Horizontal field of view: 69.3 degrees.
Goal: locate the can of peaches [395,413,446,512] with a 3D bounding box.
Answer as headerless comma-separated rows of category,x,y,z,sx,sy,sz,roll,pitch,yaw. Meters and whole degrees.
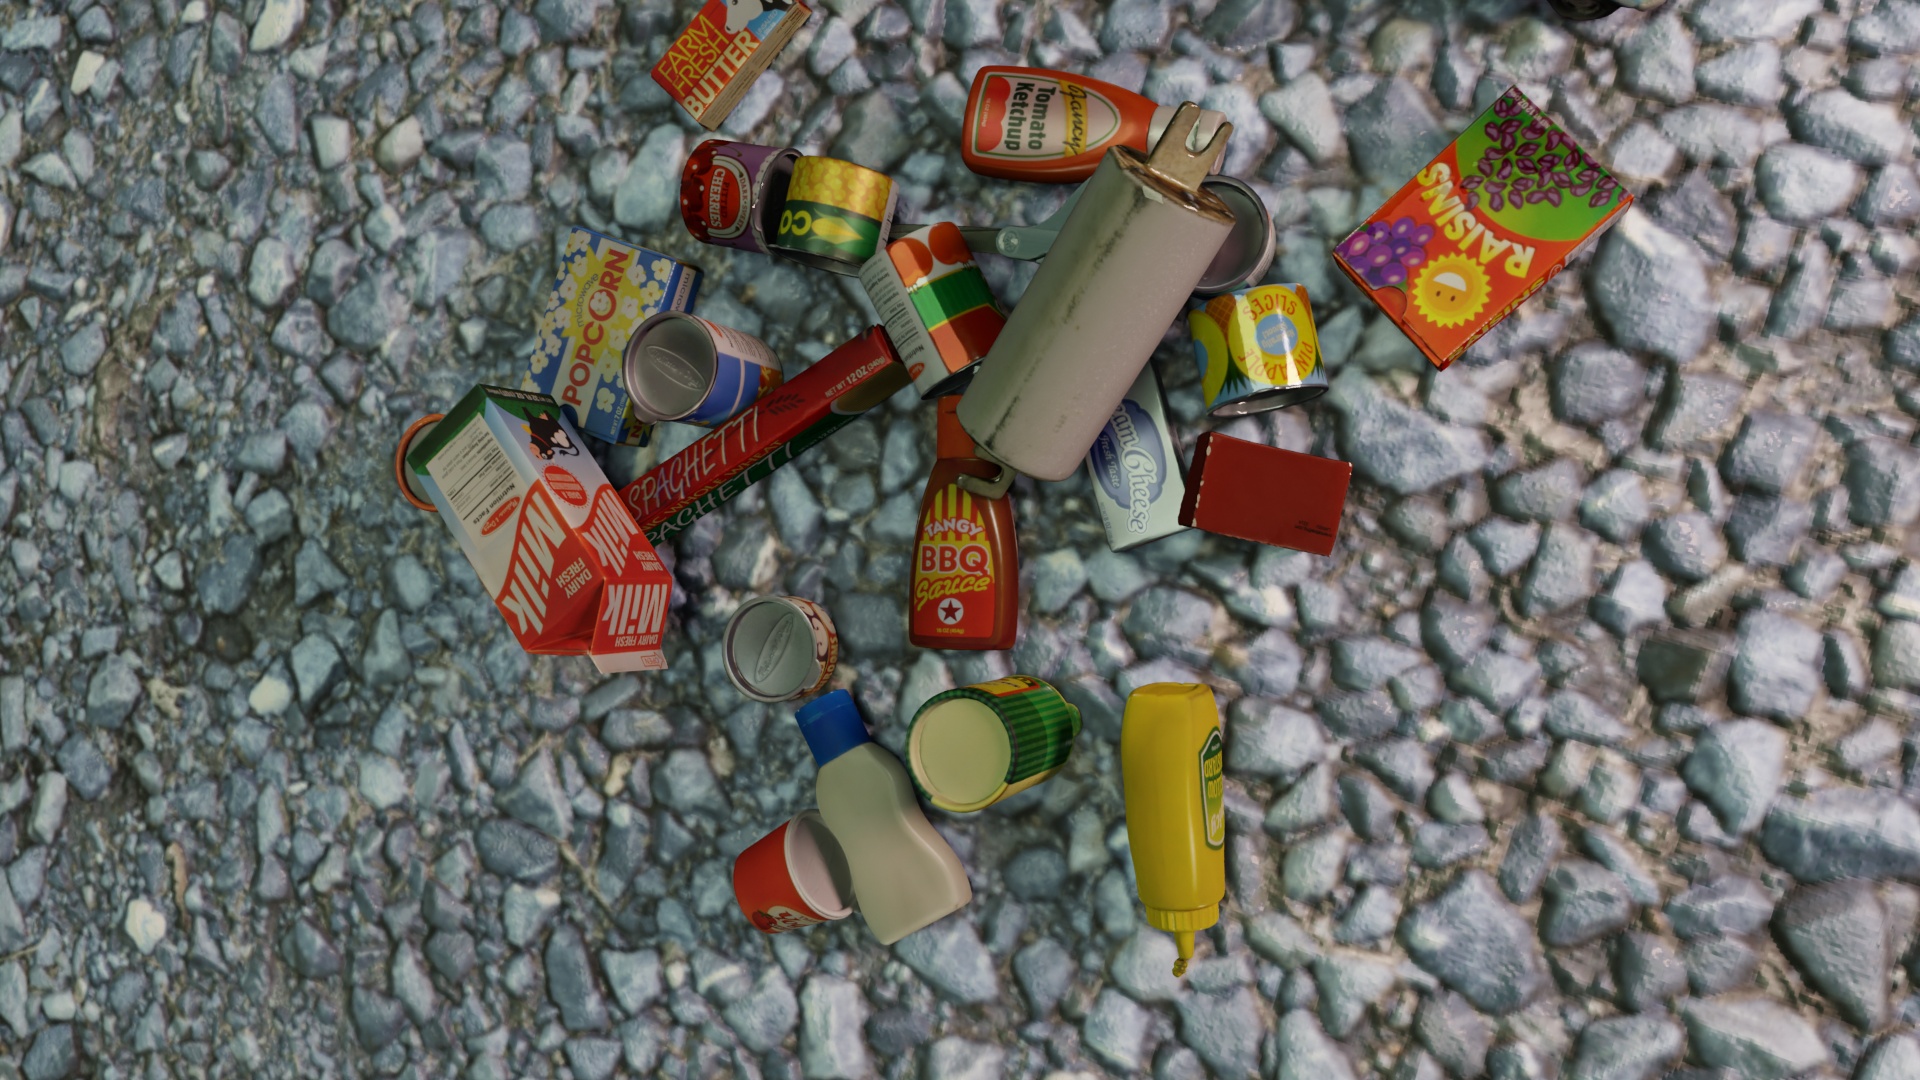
can of peaches,-0.338,-0.049,0.939,0.071,0.058,0.071,-1,88,20

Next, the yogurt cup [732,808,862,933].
yogurt cup,-0.100,0.203,0.839,0.054,0.072,0.072,-29,78,26

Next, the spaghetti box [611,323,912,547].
spaghetti box,-0.137,-0.055,0.869,0.249,0.050,0.029,-31,77,17

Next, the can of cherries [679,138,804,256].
can of cherries,-0.134,-0.214,0.863,0.058,0.071,0.071,14,93,21

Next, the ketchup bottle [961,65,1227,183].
ketchup bottle,0.077,-0.236,0.801,0.149,0.043,0.064,12,92,20

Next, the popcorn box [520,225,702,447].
popcorn box,-0.231,-0.134,0.914,0.085,0.038,0.126,21,95,19

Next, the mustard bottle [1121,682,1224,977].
mustard bottle,0.119,0.160,0.761,0.049,0.065,0.160,-3,93,26

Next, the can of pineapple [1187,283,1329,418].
can of pineapple,0.161,-0.102,0.750,0.071,0.071,0.058,-13,84,20

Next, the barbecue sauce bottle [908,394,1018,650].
barbecue sauce bottle,0.003,-0.010,0.819,0.065,0.044,0.148,1,88,22

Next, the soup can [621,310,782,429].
soup can,-0.160,-0.100,0.861,0.071,0.084,0.071,-1,88,21

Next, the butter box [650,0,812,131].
butter box,-0.149,-0.321,0.898,0.103,0.024,0.053,-46,75,13

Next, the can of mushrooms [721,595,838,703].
can of mushrooms,-0.110,0.068,0.863,0.071,0.033,0.071,-1,87,20

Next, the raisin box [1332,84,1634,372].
raisin box,0.271,-0.161,0.728,0.123,0.040,0.086,-43,76,15

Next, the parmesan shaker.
parmesan shaker,0.020,0.110,0.776,0.071,0.103,0.071,-1,88,20

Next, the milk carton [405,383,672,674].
milk carton,-0.245,0.002,0.842,0.073,0.072,0.191,-40,75,16

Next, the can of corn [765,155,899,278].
can of corn,-0.077,-0.196,0.842,0.071,0.071,0.058,14,92,20

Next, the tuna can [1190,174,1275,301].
tuna can,0.140,-0.169,0.780,0.071,0.033,0.071,-1,88,20

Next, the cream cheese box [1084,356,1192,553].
cream cheese box,0.099,-0.050,0.795,0.053,0.024,0.104,-17,82,18

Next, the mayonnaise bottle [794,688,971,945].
mayonnaise bottle,-0.052,0.162,0.835,0.064,0.041,0.148,-31,77,15

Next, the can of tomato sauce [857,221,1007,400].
can of tomato sauce,-0.011,-0.134,0.809,0.071,0.071,0.083,-28,88,17
